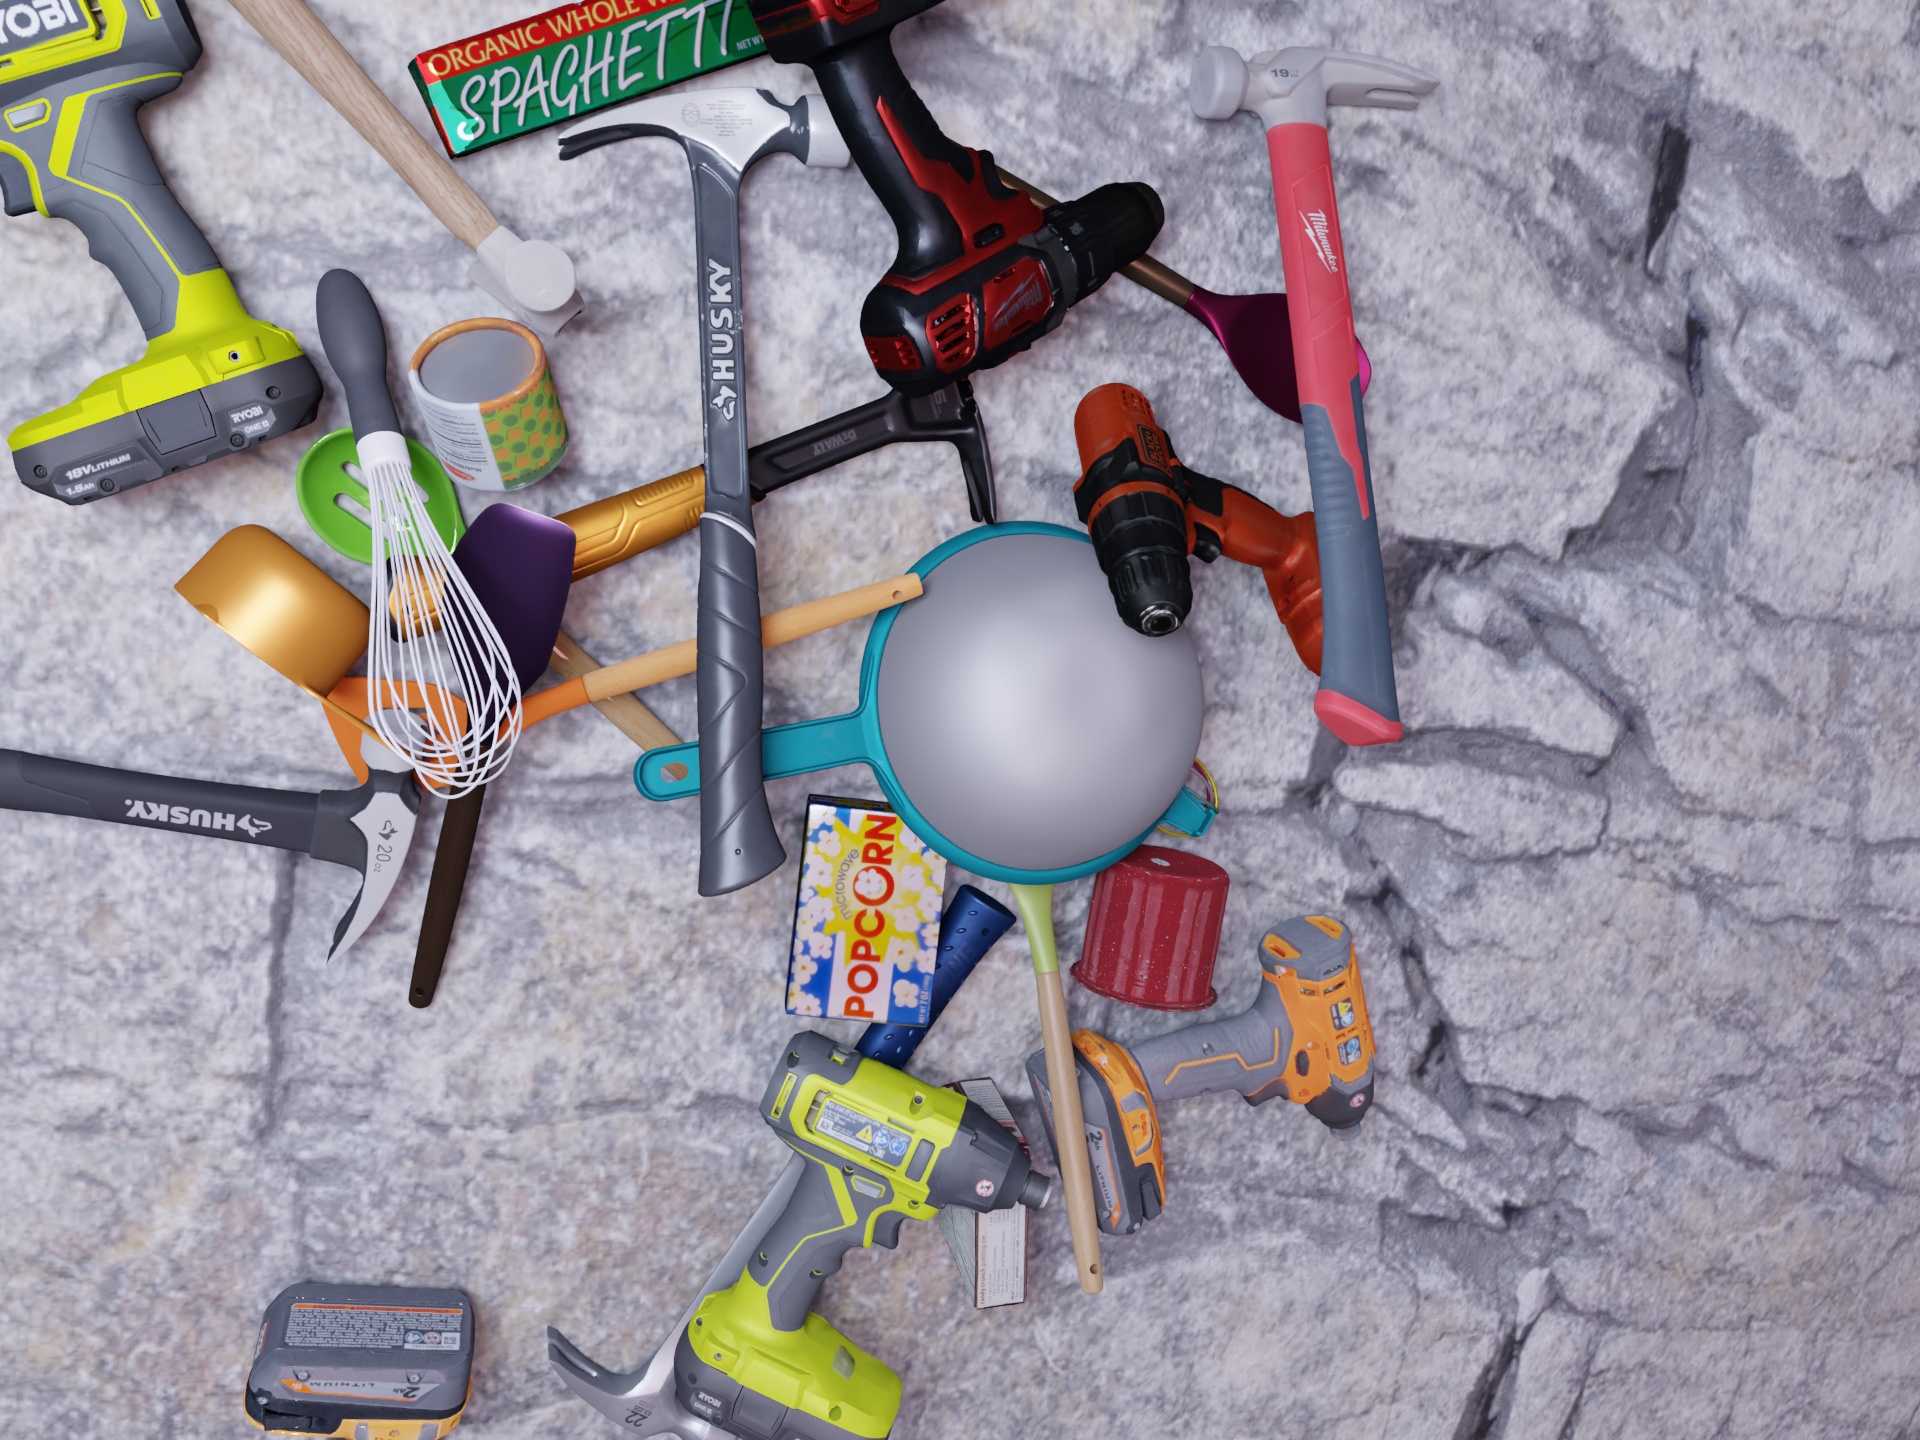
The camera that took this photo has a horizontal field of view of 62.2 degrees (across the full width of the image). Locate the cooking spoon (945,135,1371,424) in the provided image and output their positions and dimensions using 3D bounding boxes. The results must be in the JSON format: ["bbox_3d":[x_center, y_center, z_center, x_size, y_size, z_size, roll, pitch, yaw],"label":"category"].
[{"bbox_3d":[0.108,-0.254,0.904,0.318,0.017,0.069,23,93,-23],"label":"cooking spoon"}]

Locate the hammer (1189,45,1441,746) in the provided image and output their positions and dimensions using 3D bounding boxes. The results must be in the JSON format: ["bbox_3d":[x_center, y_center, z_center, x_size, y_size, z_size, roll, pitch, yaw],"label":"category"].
[{"bbox_3d":[0.214,-0.179,0.865,0.143,0.038,0.386,-3,82,-17],"label":"hammer"}]

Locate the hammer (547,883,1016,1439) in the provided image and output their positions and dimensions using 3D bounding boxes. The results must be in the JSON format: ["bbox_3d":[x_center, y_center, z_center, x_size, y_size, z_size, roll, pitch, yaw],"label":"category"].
[{"bbox_3d":[-0.101,0.274,0.988,0.144,0.035,0.405,32,95,-23],"label":"hammer"}]

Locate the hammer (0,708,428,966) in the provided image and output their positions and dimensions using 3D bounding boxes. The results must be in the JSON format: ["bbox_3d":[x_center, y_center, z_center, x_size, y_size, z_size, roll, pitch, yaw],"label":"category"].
[{"bbox_3d":[-0.449,0.039,0.801,0.334,0.035,0.146,10,116,-16],"label":"hammer"}]

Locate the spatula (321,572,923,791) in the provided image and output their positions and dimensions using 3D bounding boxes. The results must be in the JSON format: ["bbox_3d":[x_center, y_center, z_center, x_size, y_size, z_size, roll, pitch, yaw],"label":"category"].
[{"bbox_3d":[-0.176,-0.029,0.849,0.322,0.041,0.081,-18,119,-5],"label":"spatula"}]

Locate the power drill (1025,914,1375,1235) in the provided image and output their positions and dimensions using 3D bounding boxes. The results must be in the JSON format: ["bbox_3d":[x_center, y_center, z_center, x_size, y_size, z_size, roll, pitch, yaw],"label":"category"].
[{"bbox_3d":[0.170,0.242,1.040,0.226,0.084,0.164,-23,112,-14],"label":"power drill"}]

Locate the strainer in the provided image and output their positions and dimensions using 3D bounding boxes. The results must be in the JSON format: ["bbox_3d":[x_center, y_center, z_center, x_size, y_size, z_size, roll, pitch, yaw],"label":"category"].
[{"bbox_3d":[-0.001,-0.003,0.857,0.340,0.095,0.211,-11,89,-22],"label":"strainer"}]

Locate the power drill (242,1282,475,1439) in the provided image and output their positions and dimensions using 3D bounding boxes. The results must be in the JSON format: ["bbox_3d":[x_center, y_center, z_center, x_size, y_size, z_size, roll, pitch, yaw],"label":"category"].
[{"bbox_3d":[-0.385,0.445,0.930,0.185,0.084,0.226,9,108,-18],"label":"power drill"}]

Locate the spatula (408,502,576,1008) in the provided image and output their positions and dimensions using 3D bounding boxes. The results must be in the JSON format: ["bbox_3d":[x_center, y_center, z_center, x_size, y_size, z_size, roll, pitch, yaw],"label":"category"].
[{"bbox_3d":[-0.257,0.029,0.828,0.059,0.018,0.315,18,118,-5],"label":"spatula"}]

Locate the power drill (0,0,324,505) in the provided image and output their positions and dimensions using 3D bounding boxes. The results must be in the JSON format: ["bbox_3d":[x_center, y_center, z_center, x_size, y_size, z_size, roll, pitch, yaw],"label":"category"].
[{"bbox_3d":[-0.414,-0.219,0.722,0.190,0.080,0.228,-22,109,-11],"label":"power drill"}]

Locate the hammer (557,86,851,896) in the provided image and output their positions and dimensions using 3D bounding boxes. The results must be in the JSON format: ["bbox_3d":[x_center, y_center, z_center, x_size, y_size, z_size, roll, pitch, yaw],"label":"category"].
[{"bbox_3d":[-0.123,-0.116,0.802,0.149,0.036,0.409,-1,88,-13],"label":"hammer"}]

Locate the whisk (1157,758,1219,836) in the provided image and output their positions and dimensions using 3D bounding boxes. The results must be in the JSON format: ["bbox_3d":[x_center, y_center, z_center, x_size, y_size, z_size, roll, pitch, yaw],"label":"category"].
[{"bbox_3d":[0.065,-0.002,0.954,0.244,0.051,0.047,34,100,-20],"label":"whisk"}]

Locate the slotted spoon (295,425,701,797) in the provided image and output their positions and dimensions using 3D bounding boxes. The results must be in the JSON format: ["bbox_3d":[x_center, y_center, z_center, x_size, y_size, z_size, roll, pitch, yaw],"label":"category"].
[{"bbox_3d":[-0.223,-0.040,0.861,0.070,0.031,0.313,-45,115,0],"label":"slotted spoon"}]

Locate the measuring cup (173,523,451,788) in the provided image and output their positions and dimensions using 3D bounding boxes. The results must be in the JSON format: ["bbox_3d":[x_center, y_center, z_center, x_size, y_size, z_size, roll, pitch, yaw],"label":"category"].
[{"bbox_3d":[-0.301,-0.033,0.779,0.174,0.095,0.052,34,79,11],"label":"measuring cup"}]

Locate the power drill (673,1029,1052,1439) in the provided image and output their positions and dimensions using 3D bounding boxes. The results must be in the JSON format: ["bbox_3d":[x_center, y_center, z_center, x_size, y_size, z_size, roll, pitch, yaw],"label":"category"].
[{"bbox_3d":[-0.061,0.313,0.927,0.171,0.080,0.223,24,99,3],"label":"power drill"}]

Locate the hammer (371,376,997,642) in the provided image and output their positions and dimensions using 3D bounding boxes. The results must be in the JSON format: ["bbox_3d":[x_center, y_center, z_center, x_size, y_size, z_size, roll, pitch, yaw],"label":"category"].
[{"bbox_3d":[-0.141,-0.110,0.843,0.337,0.034,0.127,-24,110,-16],"label":"hammer"}]

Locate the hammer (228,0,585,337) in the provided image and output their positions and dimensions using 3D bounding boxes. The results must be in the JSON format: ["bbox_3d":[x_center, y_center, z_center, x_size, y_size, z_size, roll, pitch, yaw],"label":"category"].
[{"bbox_3d":[-0.296,-0.306,0.723,0.031,0.130,0.331,-44,103,-6],"label":"hammer"}]

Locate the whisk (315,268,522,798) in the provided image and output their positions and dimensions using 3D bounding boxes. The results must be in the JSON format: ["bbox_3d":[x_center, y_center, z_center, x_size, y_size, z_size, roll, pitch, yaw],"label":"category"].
[{"bbox_3d":[-0.261,-0.096,0.743,0.070,0.070,0.285,-16,71,-12],"label":"whisk"}]

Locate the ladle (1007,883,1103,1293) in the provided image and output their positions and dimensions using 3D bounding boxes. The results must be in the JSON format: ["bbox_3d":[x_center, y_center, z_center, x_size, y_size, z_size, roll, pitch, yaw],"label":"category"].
[{"bbox_3d":[0.060,0.175,0.938,0.078,0.062,0.320,-5,83,-20],"label":"ladle"}]

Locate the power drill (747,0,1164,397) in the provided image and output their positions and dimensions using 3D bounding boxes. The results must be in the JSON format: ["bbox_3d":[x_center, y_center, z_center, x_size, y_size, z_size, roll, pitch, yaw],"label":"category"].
[{"bbox_3d":[0.005,-0.298,0.795,0.188,0.080,0.226,-35,118,-24],"label":"power drill"}]
